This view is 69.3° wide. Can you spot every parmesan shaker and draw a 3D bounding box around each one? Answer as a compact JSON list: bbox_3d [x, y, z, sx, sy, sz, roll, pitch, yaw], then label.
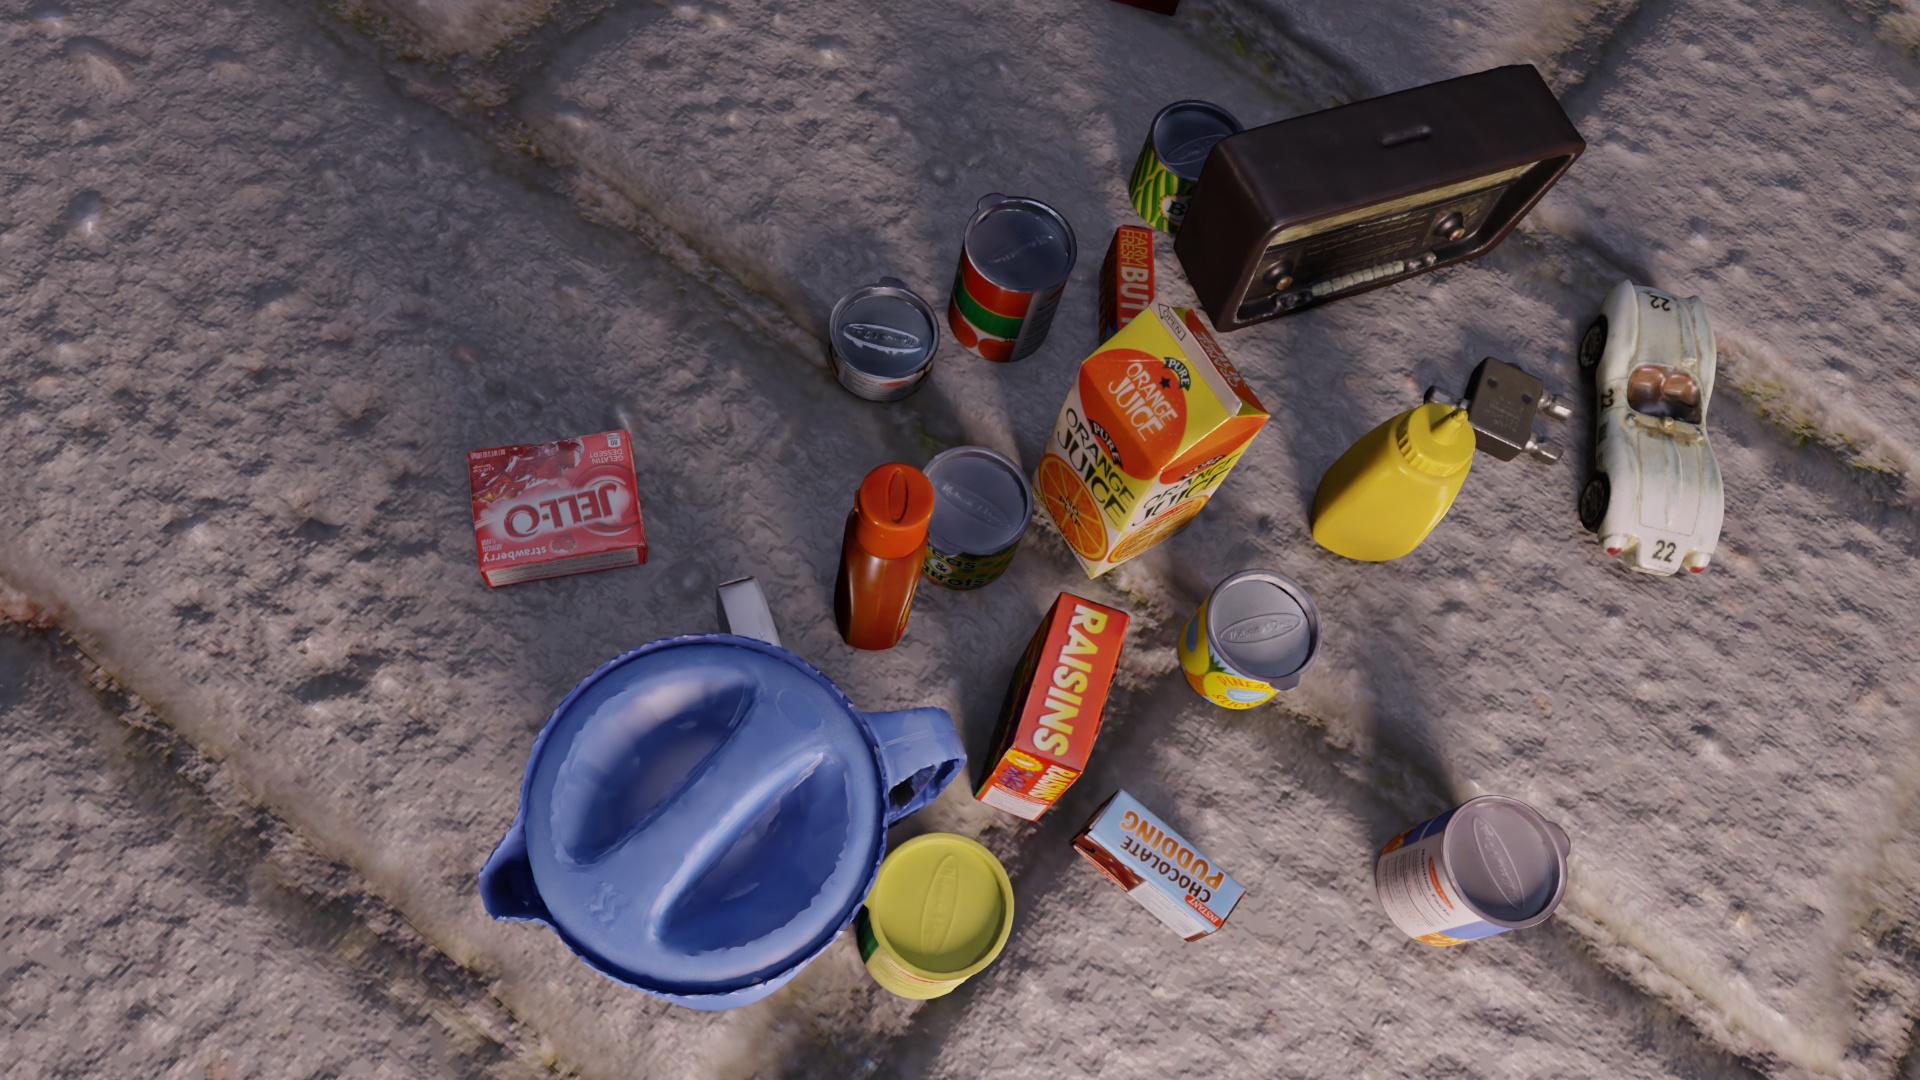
[{"bbox_3d":[-0.018,0.183,0.675,0.071,0.102,0.071,3,67,-7],"label":"parmesan shaker"}]

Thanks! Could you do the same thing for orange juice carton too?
[{"bbox_3d":[0.101,-0.056,0.746,0.073,0.192,0.072,-27,74,-18],"label":"orange juice carton"}]

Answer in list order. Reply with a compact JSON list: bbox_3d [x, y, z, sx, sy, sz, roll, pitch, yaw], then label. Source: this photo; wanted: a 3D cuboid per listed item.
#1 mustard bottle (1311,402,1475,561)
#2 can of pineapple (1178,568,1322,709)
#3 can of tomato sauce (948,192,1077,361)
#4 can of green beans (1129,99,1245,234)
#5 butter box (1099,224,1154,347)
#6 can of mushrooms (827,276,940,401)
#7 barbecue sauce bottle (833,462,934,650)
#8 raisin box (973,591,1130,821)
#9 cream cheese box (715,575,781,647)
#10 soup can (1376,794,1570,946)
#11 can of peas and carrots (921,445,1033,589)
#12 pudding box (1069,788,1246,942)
[{"bbox_3d":[0.249,-0.038,0.778,0.065,0.159,0.049,16,66,-1],"label":"mustard bottle"},{"bbox_3d":[0.161,0.058,0.780,0.071,0.057,0.071,3,67,-7],"label":"can of pineapple"},{"bbox_3d":[0.028,-0.157,0.838,0.071,0.082,0.071,3,67,-7],"label":"can of tomato sauce"},{"bbox_3d":[0.148,-0.242,0.907,0.071,0.057,0.071,3,67,-7],"label":"can of green beans"},{"bbox_3d":[0.102,-0.138,0.858,0.024,0.053,0.104,5,67,-6],"label":"butter box"},{"bbox_3d":[-0.046,-0.121,0.839,0.071,0.033,0.071,3,67,-7],"label":"can of mushrooms"},{"bbox_3d":[-0.040,0.007,0.722,0.044,0.148,0.065,5,67,-6],"label":"barbecue sauce bottle"},{"bbox_3d":[0.045,0.089,0.714,0.040,0.123,0.086,20,66,0],"label":"raisin box"},{"bbox_3d":[-0.104,0.076,0.735,0.024,0.053,0.104,-16,70,-14],"label":"cream cheese box"},{"bbox_3d":[0.269,0.175,0.732,0.071,0.083,0.071,3,67,-7],"label":"soup can"},{"bbox_3d":[0.003,-0.010,0.785,0.071,0.058,0.071,3,67,-7],"label":"can of peas and carrots"},{"bbox_3d":[0.102,0.171,0.728,0.084,0.049,0.030,38,67,8],"label":"pudding box"}]
